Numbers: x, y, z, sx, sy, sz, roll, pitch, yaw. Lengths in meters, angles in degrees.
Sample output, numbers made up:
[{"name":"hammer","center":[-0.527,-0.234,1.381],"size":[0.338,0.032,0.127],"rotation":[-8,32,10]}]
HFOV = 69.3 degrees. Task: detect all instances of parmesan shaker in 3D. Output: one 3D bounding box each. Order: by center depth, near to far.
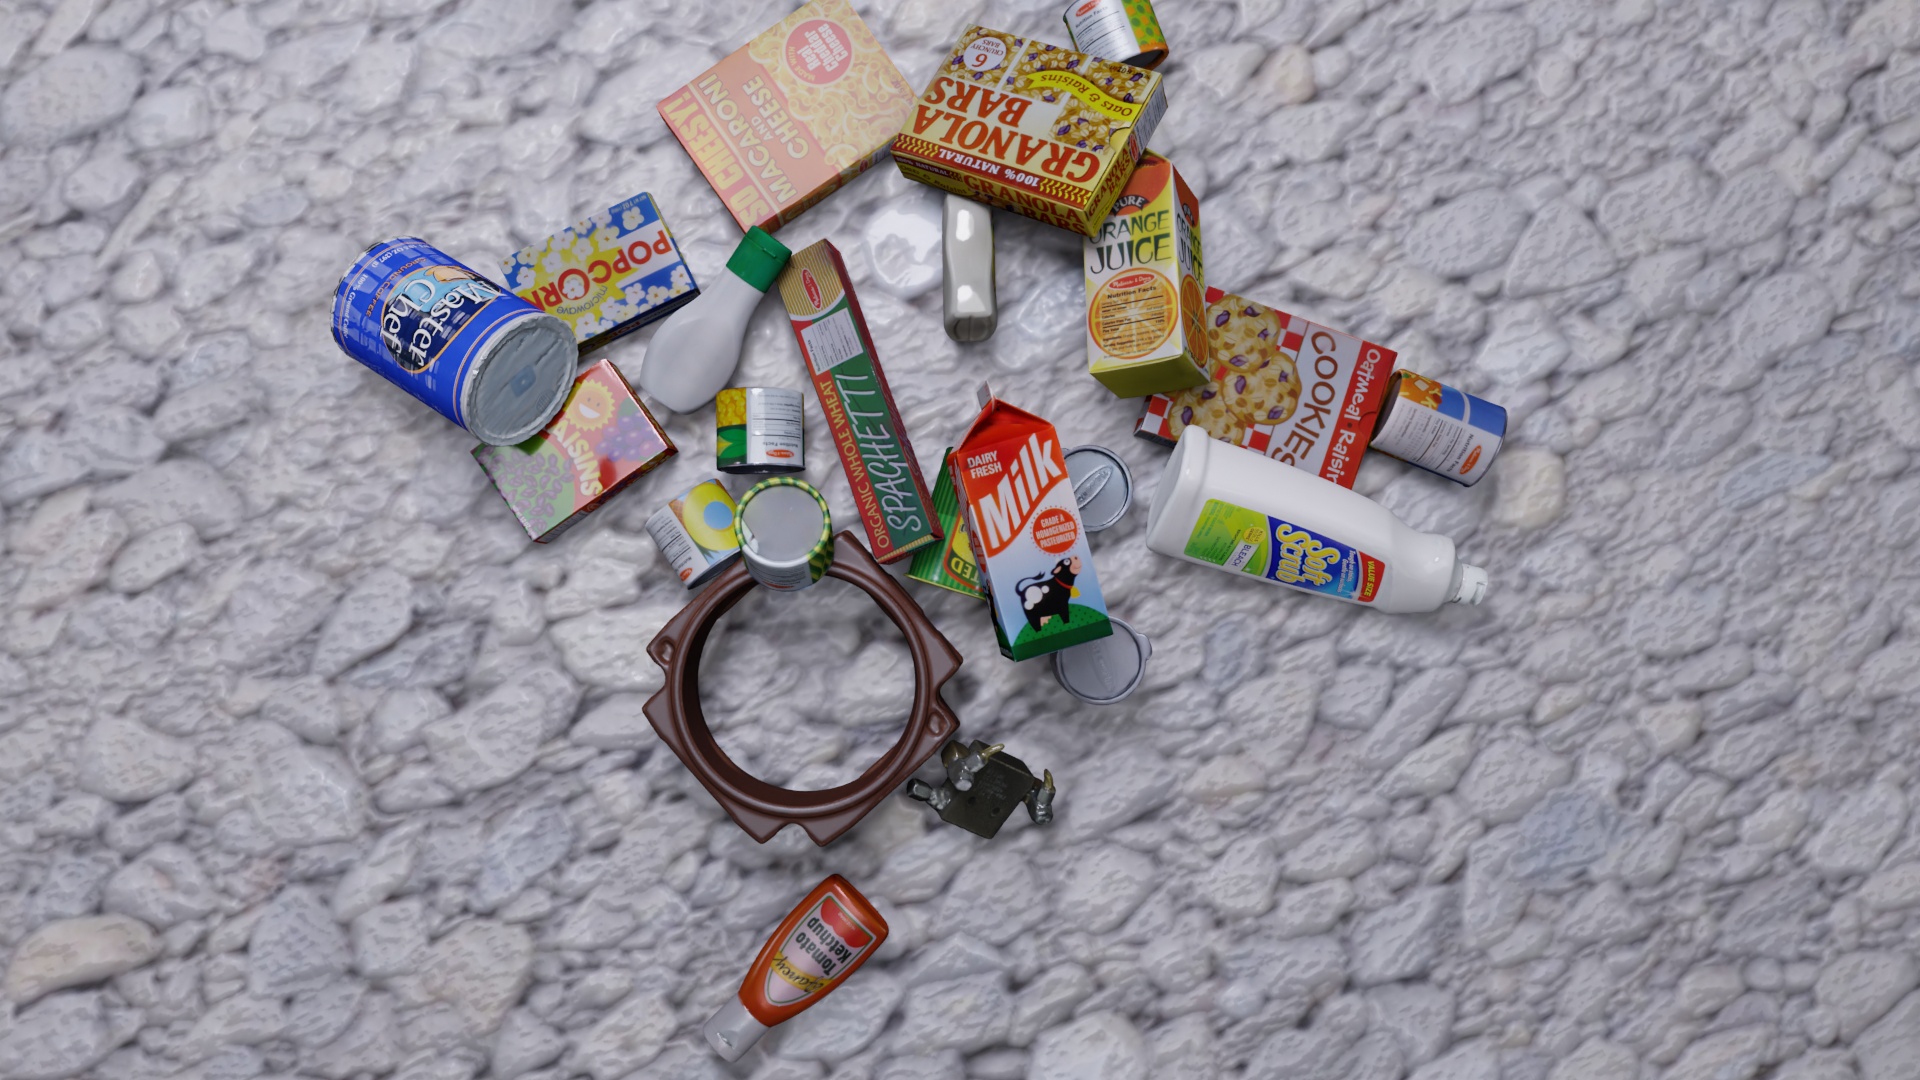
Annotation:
[{"name":"parmesan shaker","center":[0.004,-0.013,1.037],"size":[0.071,0.071,0.103],"rotation":[17,87,-1]}]

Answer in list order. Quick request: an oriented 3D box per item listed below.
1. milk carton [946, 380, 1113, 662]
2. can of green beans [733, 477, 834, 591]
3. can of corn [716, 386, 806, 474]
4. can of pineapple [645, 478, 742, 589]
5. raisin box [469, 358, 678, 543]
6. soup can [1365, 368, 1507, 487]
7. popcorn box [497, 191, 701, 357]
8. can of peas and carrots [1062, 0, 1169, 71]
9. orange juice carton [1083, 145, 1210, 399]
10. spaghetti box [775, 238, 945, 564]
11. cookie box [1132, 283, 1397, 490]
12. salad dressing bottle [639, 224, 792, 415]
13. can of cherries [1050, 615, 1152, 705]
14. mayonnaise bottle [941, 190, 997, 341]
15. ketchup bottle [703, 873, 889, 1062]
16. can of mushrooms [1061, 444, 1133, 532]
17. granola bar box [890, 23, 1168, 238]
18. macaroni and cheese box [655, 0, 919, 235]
[{"name":"milk carton","center":[0.041,-0.017,0.973],"size":[0.073,0.072,0.190],"rotation":[-16,90,-6]},{"name":"can of green beans","center":[-0.121,-0.004,0.958],"size":[0.071,0.057,0.071],"rotation":[1,71,-3]},{"name":"can of corn","center":[-0.151,-0.081,1.040],"size":[0.071,0.071,0.058],"rotation":[-1,87,-2]},{"name":"can of pineapple","center":[-0.190,-0.006,1.034],"size":[0.071,0.071,0.058],"rotation":[-35,89,-3]},{"name":"raisin box","center":[-0.290,-0.067,1.046],"size":[0.123,0.040,0.086],"rotation":[-36,88,-2]},{"name":"soup can","center":[0.360,-0.087,1.057],"size":[0.084,0.071,0.071],"rotation":[22,87,0]},{"name":"popcorn box","center":[-0.272,-0.197,1.053],"size":[0.127,0.038,0.085],"rotation":[-26,89,-3]},{"name":"can of peas and carrots","center":[0.121,-0.387,1.064],"size":[0.071,0.071,0.058],"rotation":[-21,89,-3]},{"name":"orange juice carton","center":[0.136,-0.210,1.030],"size":[0.073,0.072,0.193],"rotation":[-7,75,25]},{"name":"spaghetti box","center":[-0.077,-0.103,1.029],"size":[0.050,0.028,0.250],"rotation":[-24,75,15]},{"name":"cookie box","center":[0.233,-0.112,1.065],"size":[0.167,0.040,0.123],"rotation":[19,86,-1]},{"name":"salad dressing bottle","center":[-0.181,-0.165,1.038],"size":[0.064,0.044,0.147],"rotation":[33,98,-24]},{"name":"can of cherries","center":[0.105,0.088,1.042],"size":[0.071,0.058,0.071],"rotation":[0,86,-2]},{"name":"mayonnaise bottle","center":[0.006,-0.229,1.053],"size":[0.041,0.064,0.148],"rotation":[0,78,-1]},{"name":"ketchup bottle","center":[-0.125,0.320,1.030],"size":[0.149,0.043,0.065],"rotation":[-45,90,-3]},{"name":"can of mushrooms","center":[0.095,-0.041,1.060],"size":[0.071,0.033,0.071],"rotation":[0,88,-2]},{"name":"granola bar box","center":[0.049,-0.302,1.015],"size":[0.166,0.039,0.124],"rotation":[23,75,23]},{"name":"macaroni and cheese box","center":[-0.127,-0.324,1.064],"size":[0.166,0.040,0.123],"rotation":[-35,89,-4]}]
